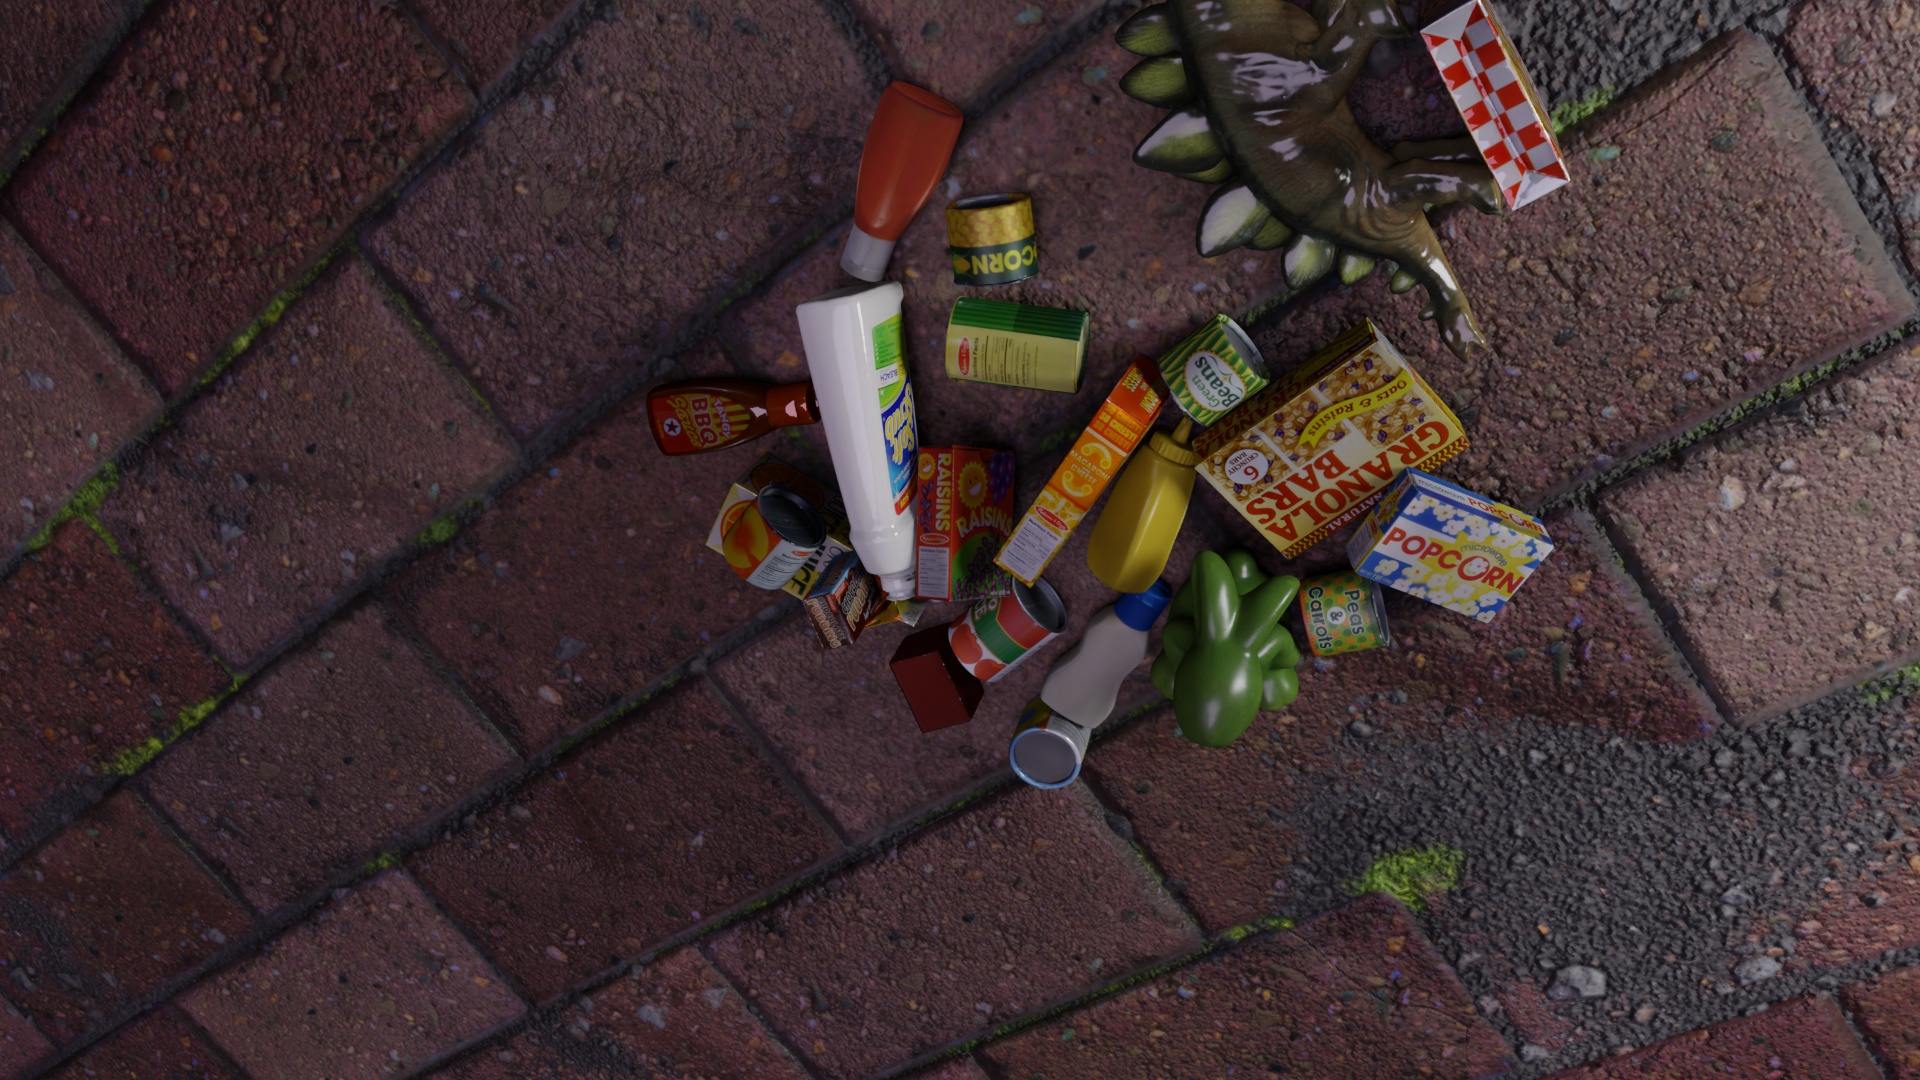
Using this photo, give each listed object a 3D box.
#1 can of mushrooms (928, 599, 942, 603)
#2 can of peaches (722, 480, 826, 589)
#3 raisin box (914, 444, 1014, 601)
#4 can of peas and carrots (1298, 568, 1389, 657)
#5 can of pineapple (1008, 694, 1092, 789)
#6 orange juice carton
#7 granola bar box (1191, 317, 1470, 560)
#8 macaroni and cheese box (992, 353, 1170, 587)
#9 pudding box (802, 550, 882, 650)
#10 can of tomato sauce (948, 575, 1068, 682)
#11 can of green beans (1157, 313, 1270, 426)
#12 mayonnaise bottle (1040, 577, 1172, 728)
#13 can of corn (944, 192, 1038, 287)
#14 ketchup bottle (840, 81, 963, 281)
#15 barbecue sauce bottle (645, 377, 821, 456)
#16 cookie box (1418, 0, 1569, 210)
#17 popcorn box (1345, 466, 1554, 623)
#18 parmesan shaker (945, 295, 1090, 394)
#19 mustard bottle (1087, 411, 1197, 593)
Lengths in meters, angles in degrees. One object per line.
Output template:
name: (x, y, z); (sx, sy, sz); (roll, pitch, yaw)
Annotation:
can of mushrooms: (-0.015, 0.016, 1.187); (0.033, 0.071, 0.071); (-18, 108, 23)
can of peaches: (-0.153, -0.004, 1.134); (0.071, 0.071, 0.057); (40, 119, -5)
raisin box: (0.004, -0.014, 1.129); (0.040, 0.086, 0.123); (2, 91, 38)
can of peas and carrots: (0.306, 0.057, 1.110); (0.058, 0.071, 0.070); (-13, 110, 22)
can of pineapple: (0.079, 0.180, 1.240); (0.071, 0.058, 0.070); (6, 116, 13)
orange juice carton: (-0.113, 0.010, 1.207); (0.193, 0.072, 0.072); (30, 120, 1)
granola bar box: (0.279, -0.074, 1.057); (0.165, 0.039, 0.124); (-36, 117, 27)
macaroni and cheese box: (0.099, -0.056, 1.085); (0.040, 0.124, 0.165); (35, 119, 2)
pudding box: (-0.095, 0.047, 1.129); (0.030, 0.084, 0.049); (-16, 109, 20)
can of tomato sauce: (0.039, 0.072, 1.196); (0.071, 0.071, 0.082); (46, 119, -8)
can of green beans: (0.193, -0.130, 1.057); (0.057, 0.071, 0.071); (-36, 101, 27)
mayonnaise bottle: (0.129, 0.092, 1.195); (0.065, 0.041, 0.147); (31, 118, -1)
can of corn: (0.025, -0.229, 1.057); (0.071, 0.071, 0.058); (-1, 113, 17)
ketchup bottle: (-0.052, -0.273, 1.073); (0.065, 0.044, 0.148); (27, 119, 3)
barbecue sauce bottle: (-0.192, -0.110, 1.190); (0.148, 0.044, 0.064); (-5, 112, 18)
cookie box: (0.338, -0.291, 0.883); (0.040, 0.168, 0.122); (-27, 105, 28)
popcorn box: (0.372, 0.004, 1.062); (0.127, 0.038, 0.084); (20, 123, -14)
parmesan shaker: (0.046, -0.151, 1.091); (0.103, 0.071, 0.071); (9, 117, 11)
mustard bottle: (0.155, -0.036, 1.114); (0.049, 0.065, 0.159); (8, 116, -33)
